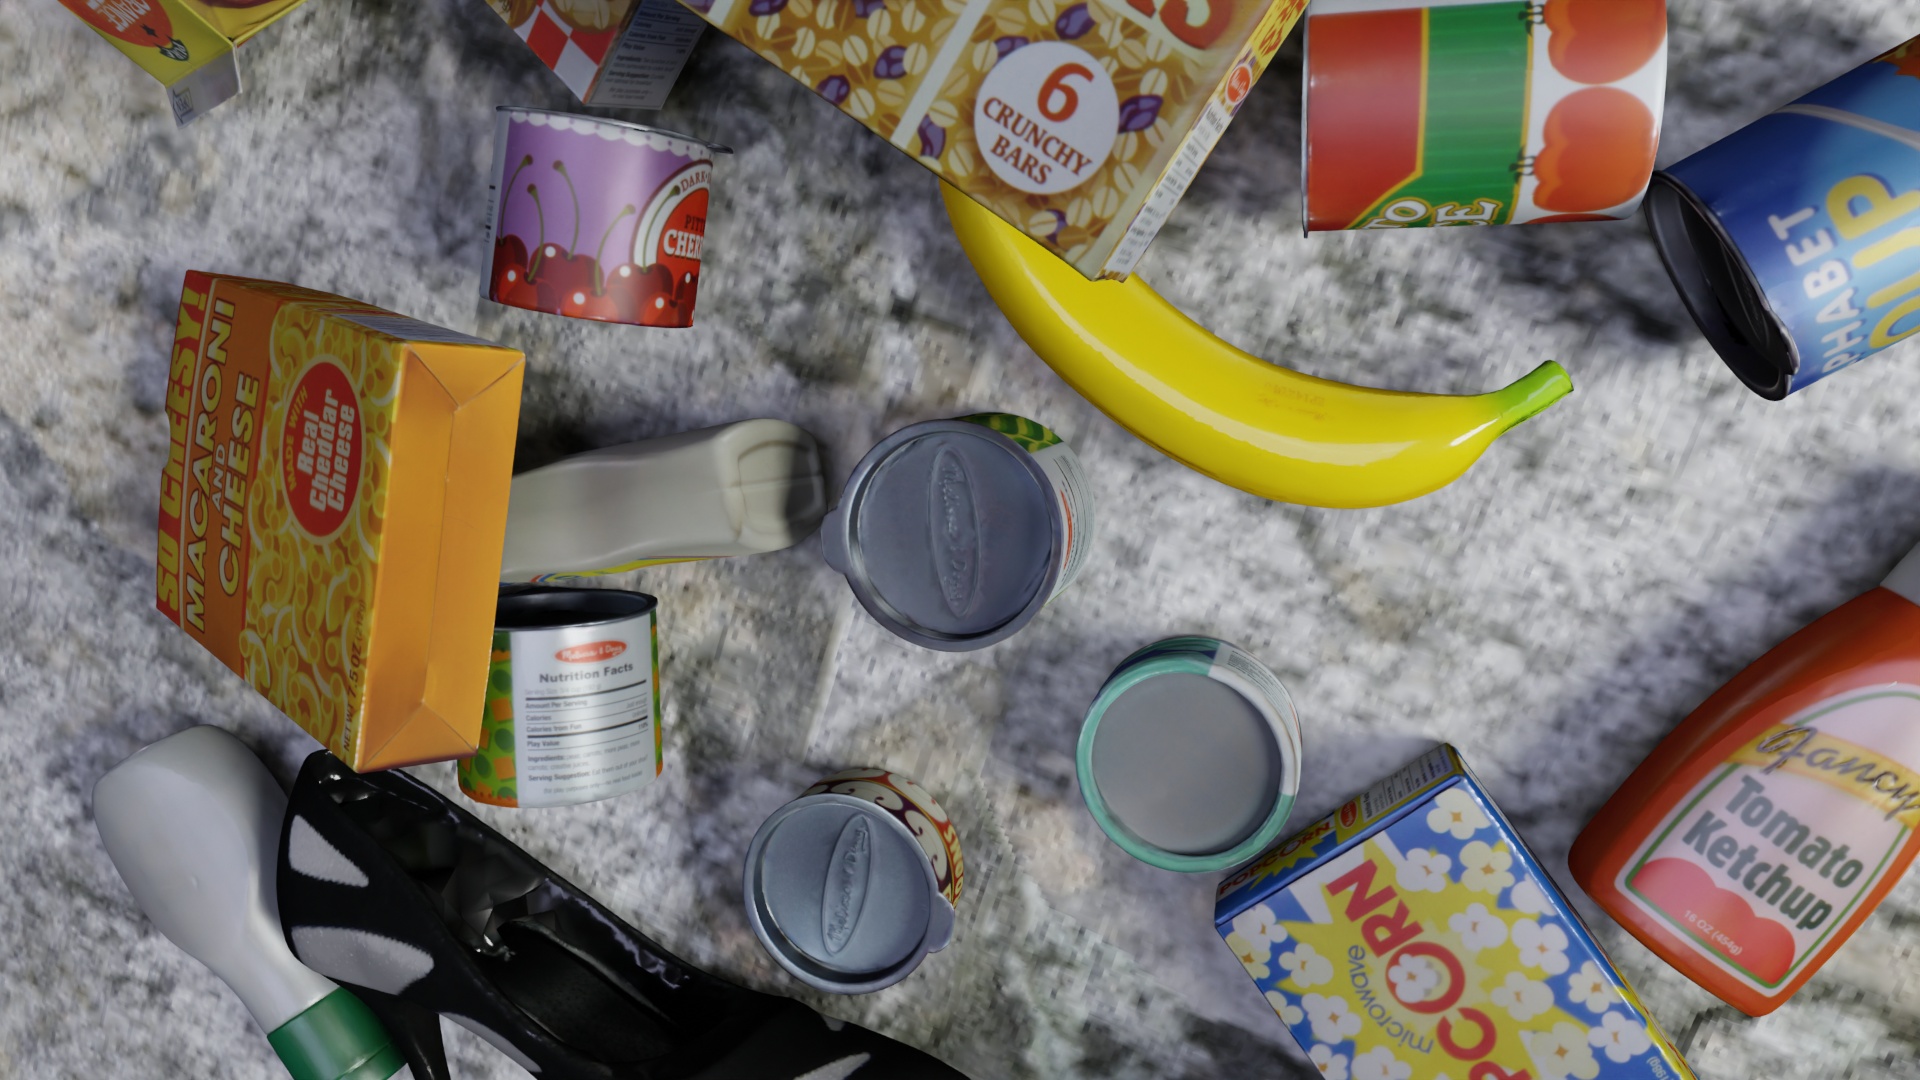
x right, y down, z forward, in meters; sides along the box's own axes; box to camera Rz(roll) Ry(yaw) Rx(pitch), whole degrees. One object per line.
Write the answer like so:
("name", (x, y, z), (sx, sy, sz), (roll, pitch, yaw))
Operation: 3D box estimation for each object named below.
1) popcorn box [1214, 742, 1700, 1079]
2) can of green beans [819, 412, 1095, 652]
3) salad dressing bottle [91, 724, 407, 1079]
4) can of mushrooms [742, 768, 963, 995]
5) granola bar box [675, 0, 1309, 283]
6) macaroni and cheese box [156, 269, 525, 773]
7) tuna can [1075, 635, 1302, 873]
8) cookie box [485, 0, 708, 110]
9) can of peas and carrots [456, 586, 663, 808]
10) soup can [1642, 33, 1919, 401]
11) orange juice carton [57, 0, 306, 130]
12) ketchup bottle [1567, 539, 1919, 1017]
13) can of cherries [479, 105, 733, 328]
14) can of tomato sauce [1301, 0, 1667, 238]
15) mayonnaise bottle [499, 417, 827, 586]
("popcorn box", (0.145, 0.135, 0.404), (0.085, 0.038, 0.127), (-37, 87, 15))
("can of green beans", (0.004, -0.005, 0.415), (0.071, 0.058, 0.071), (2, 98, 15))
("salad dressing bottle", (-0.258, 0.140, 0.511), (0.064, 0.044, 0.147), (-34, 88, 14))
("can of mushrooms", (-0.032, 0.110, 0.451), (0.071, 0.033, 0.071), (2, 96, 15))
("granola bar box", (0.000, -0.155, 0.316), (0.165, 0.039, 0.124), (35, 106, 7))
("macaroni and cheese box", (-0.205, -0.015, 0.442), (0.166, 0.040, 0.123), (18, 102, 40))
("tuna can", (0.067, 0.065, 0.420), (0.071, 0.033, 0.071), (2, 97, 14))
("cookie box", (-0.099, -0.231, 0.398), (0.123, 0.040, 0.166), (47, 120, 12))
("can of peas and carrots", (-0.132, 0.049, 0.456), (0.071, 0.071, 0.058), (1, 98, 15))
("soup can", (0.226, -0.081, 0.340), (0.083, 0.071, 0.071), (-28, 89, 16))
("orange juice carton", (-0.245, -0.232, 0.434), (0.072, 0.073, 0.192), (4, 99, 45))
("ketchup bottle", (0.234, 0.052, 0.368), (0.065, 0.043, 0.148), (37, 104, 8))
("can of cherries", (-0.110, -0.099, 0.430), (0.071, 0.071, 0.058), (12, 100, 13))
("can of tomato sauce", (0.132, -0.114, 0.364), (0.083, 0.071, 0.071), (1, 97, 14))
("mayonnaise bottle", (-0.120, -0.008, 0.447), (0.148, 0.065, 0.041), (-9, 92, 25))
